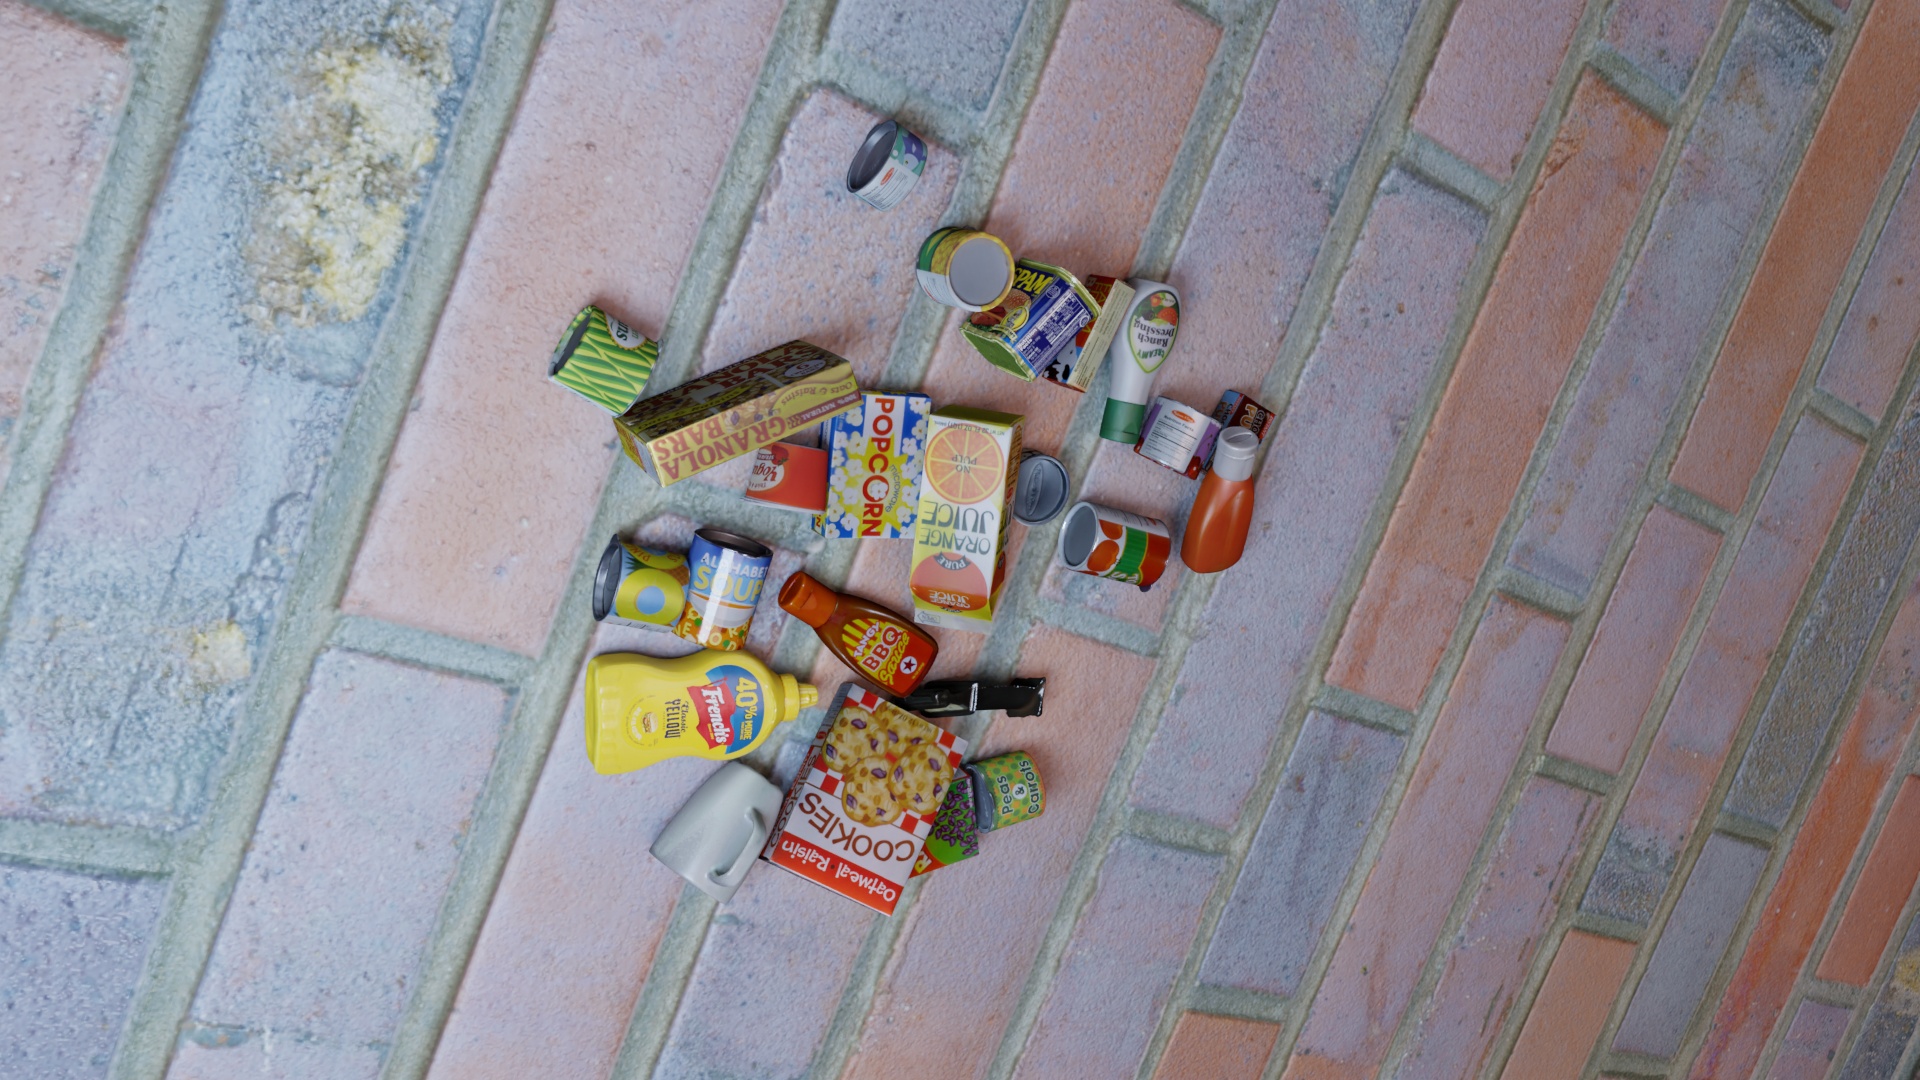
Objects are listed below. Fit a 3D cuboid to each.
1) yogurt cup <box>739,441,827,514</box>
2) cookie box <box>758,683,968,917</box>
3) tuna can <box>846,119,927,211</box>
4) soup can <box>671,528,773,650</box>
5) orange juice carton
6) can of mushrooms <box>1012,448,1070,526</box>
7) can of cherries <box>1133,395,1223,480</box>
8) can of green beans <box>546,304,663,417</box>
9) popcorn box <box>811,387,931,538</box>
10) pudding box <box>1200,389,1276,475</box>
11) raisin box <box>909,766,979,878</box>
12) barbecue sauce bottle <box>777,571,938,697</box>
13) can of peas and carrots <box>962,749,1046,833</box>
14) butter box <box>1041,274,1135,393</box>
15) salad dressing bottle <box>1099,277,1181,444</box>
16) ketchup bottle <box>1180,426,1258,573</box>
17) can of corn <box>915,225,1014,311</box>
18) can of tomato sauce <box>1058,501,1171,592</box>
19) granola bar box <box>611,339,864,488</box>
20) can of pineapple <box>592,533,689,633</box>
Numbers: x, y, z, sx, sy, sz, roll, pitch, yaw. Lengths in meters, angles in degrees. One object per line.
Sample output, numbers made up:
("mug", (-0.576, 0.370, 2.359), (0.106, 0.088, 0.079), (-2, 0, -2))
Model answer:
("yogurt cup", (-0.140, -0.052, 1.136), (0.072, 0.072, 0.054), (9, 93, -28))
("cookie box", (-0.084, 0.227, 1.218), (0.123, 0.040, 0.168), (30, 74, -17))
("tuna can", (-0.058, -0.299, 1.106), (0.033, 0.071, 0.071), (28, 91, -31))
("soup can", (-0.195, 0.041, 1.130), (0.071, 0.071, 0.083), (14, 98, -29))
("orange juice carton", (0.004, -0.015, 1.197), (0.072, 0.073, 0.192), (10, 103, 11))
("can of mushrooms", (0.060, -0.049, 1.252), (0.071, 0.033, 0.070), (-8, 109, -24))
("can of cherries", (0.203, -0.095, 1.292), (0.071, 0.071, 0.058), (23, 94, -30))
("can of green beans", (-0.269, -0.135, 1.046), (0.058, 0.071, 0.071), (31, 90, -29))
("popcorn box", (-0.076, -0.065, 1.177), (0.085, 0.038, 0.126), (0, 104, -27))
("pudding box", (0.262, -0.097, 1.340), (0.049, 0.030, 0.083), (28, 91, -31))
("raisin box", (-0.049, 0.265, 1.285), (0.124, 0.040, 0.085), (-14, 110, -23))
("barbecue sauce bottle", (-0.091, 0.078, 1.208), (0.148, 0.044, 0.065), (35, 89, -29))
("can of peas and carrots", (0.041, 0.235, 1.302), (0.059, 0.071, 0.070), (-12, 110, -23))
("butter box", (0.113, -0.183, 1.229), (0.024, 0.053, 0.103), (24, 92, -27))
("salad dressing bottle", (0.160, -0.162, 1.263), (0.064, 0.044, 0.147), (6, 102, -29))
("ketchup bottle", (0.250, -0.038, 1.312), (0.065, 0.044, 0.148), (-17, 135, -24))
("can of corn", (0.006, -0.229, 1.159), (0.071, 0.058, 0.071), (-8, 108, -24))
("can of tomato sauce", (0.142, 0.006, 1.289), (0.083, 0.071, 0.071), (13, 98, -28))
("granola bar box", (-0.174, -0.102, 1.069), (0.166, 0.124, 0.039), (-25, 114, -18))
("can of pineapple", (-0.253, 0.035, 1.103), (0.058, 0.071, 0.071), (14, 98, -29))
